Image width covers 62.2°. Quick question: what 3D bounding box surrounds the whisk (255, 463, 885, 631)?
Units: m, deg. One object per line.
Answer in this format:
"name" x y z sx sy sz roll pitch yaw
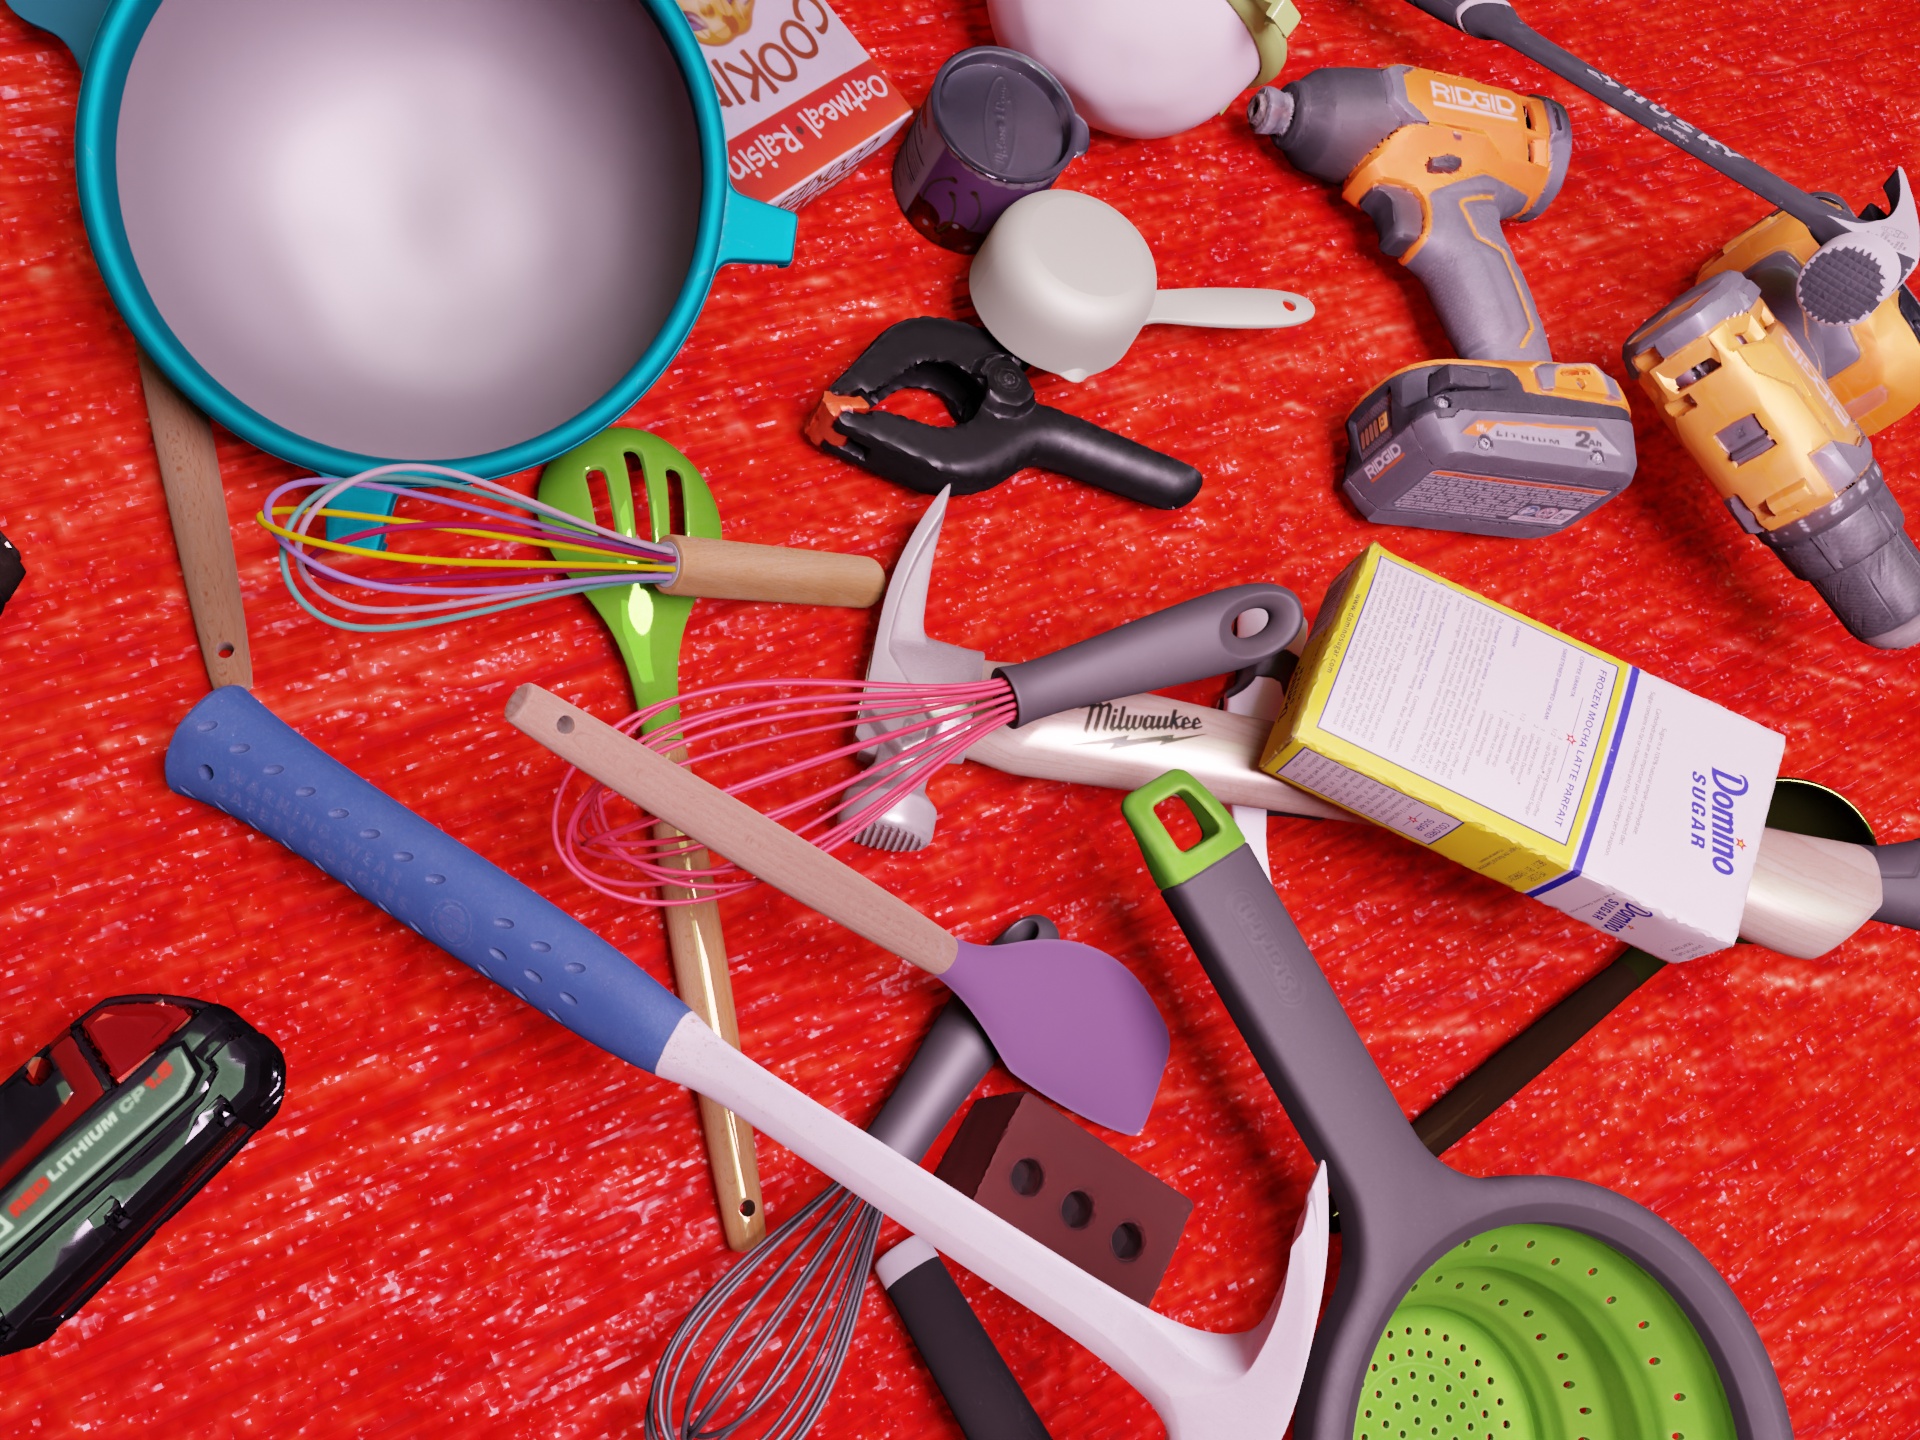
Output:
"whisk" -0.118 -0.053 0.551 0.244 0.047 0.051 1 81 -46

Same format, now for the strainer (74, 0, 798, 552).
"strainer" -0.224 -0.238 0.562 0.211 0.095 0.340 -36 95 -2

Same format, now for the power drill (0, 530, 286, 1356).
"power drill" -0.309 0.057 0.477 0.226 0.080 0.188 42 65 -1

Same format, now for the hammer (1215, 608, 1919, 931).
"hammer" 0.269 0.052 0.673 0.334 0.035 0.146 11 72 -3

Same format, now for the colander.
"colander" 0.155 0.203 0.592 0.204 0.094 0.397 -28 85 -25

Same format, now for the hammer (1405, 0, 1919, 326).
"hammer" 0.267 -0.325 0.751 0.409 0.036 0.149 40 45 15

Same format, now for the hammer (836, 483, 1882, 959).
"hammer" 0.165 0.016 0.635 0.410 0.038 0.146 12 70 -3

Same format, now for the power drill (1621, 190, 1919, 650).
"power drill" 0.411 -0.147 0.760 0.185 0.084 0.226 52 44 -3

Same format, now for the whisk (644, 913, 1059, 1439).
"whisk" -0.027 0.158 0.560 0.055 0.055 0.239 41 58 -5

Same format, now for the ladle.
"ladle" 0.276 0.122 0.684 0.320 0.062 0.078 -30 82 -22

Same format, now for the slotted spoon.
"slotted spoon" -0.103 0.033 0.585 0.070 0.031 0.314 -6 78 -25

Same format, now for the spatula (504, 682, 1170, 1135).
"spatula" -0.022 0.067 0.538 0.315 0.018 0.060 36 67 -37

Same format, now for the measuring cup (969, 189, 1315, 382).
"measuring cup" 0.087 -0.188 0.677 0.167 0.038 0.083 -4 66 -21

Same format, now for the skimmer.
"skimmer" 0.095 0.306 0.490 0.127 0.090 0.364 0 48 -54

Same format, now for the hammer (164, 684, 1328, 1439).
"hammer" -0.077 0.101 0.492 0.405 0.144 0.035 30 26 10

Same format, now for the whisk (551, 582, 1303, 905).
"whisk" -0.001 -0.002 0.571 0.296 0.073 0.073 -18 82 -20

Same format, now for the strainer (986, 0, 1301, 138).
"strainer" 0.018 -0.329 0.690 0.256 0.151 0.069 31 96 -6

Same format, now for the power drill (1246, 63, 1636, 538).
"power drill" 0.219 -0.206 0.745 0.164 0.084 0.227 3 69 -19

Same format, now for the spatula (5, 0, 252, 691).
"spatula" -0.290 -0.161 0.575 0.082 0.044 0.317 -11 83 -23
